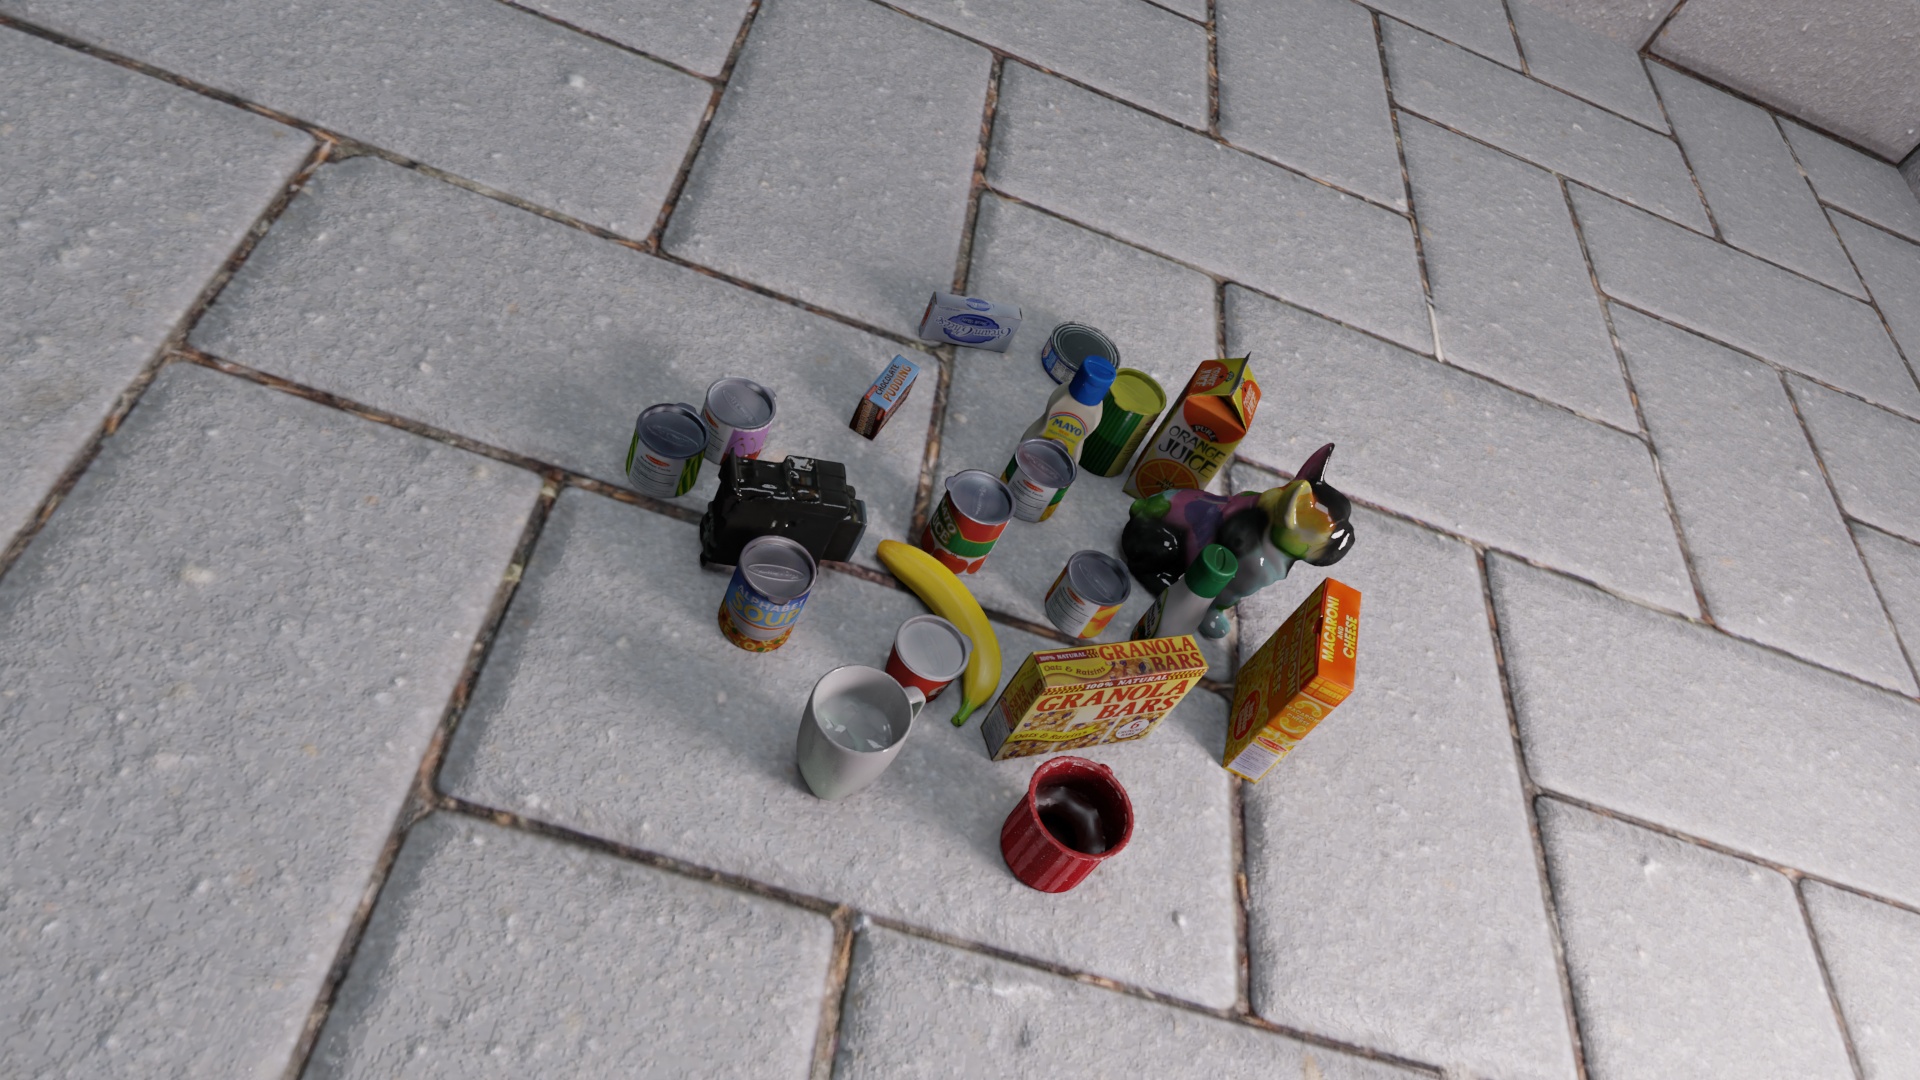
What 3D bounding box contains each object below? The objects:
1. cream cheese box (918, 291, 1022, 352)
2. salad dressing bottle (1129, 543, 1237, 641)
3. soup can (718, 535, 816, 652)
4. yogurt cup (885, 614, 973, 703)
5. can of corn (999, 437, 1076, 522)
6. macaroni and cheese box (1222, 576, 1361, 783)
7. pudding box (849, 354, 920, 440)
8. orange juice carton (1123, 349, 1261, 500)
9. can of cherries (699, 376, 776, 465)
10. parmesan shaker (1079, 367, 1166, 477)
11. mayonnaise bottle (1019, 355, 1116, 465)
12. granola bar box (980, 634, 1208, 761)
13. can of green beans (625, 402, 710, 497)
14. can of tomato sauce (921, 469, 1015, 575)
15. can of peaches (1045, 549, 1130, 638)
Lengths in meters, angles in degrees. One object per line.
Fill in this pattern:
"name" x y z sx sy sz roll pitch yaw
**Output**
"cream cheese box" 0.011 -0.240 1.528 0.104 0.053 0.024 6 50 -21
"salad dressing bottle" 0.209 0.060 1.303 0.044 0.146 0.064 24 46 -6
"soup can" -0.165 0.049 1.178 0.071 0.083 0.072 13 48 -15
"yogurt cup" -0.032 0.106 1.214 0.072 0.053 0.073 13 48 -15
"can of corn" 0.077 -0.062 1.406 0.071 0.058 0.071 13 48 -15
"macaroni and cheese box" 0.303 0.129 1.277 0.040 0.165 0.124 25 46 -5
"pudding box" -0.076 -0.146 1.409 0.030 0.049 0.084 32 46 2
"orange juice carton" 0.248 -0.114 1.438 0.073 0.191 0.072 30 46 1
"can of cherries" -0.211 -0.112 1.309 0.071 0.058 0.072 13 48 -15
"parmesan shaker" 0.164 -0.123 1.467 0.071 0.102 0.072 13 48 -15
"mayonnaise bottle" 0.111 -0.125 1.413 0.065 0.147 0.041 25 46 -5
"granola bar box" 0.115 0.136 1.210 0.166 0.123 0.039 -4 54 -28
"can of green beans" -0.265 -0.081 1.258 0.071 0.057 0.071 13 48 -15
"can of tomato sauce" 0.005 -0.016 1.315 0.071 0.082 0.071 13 48 -15
"can of peaches" 0.123 0.051 1.332 0.071 0.057 0.071 13 48 -15
